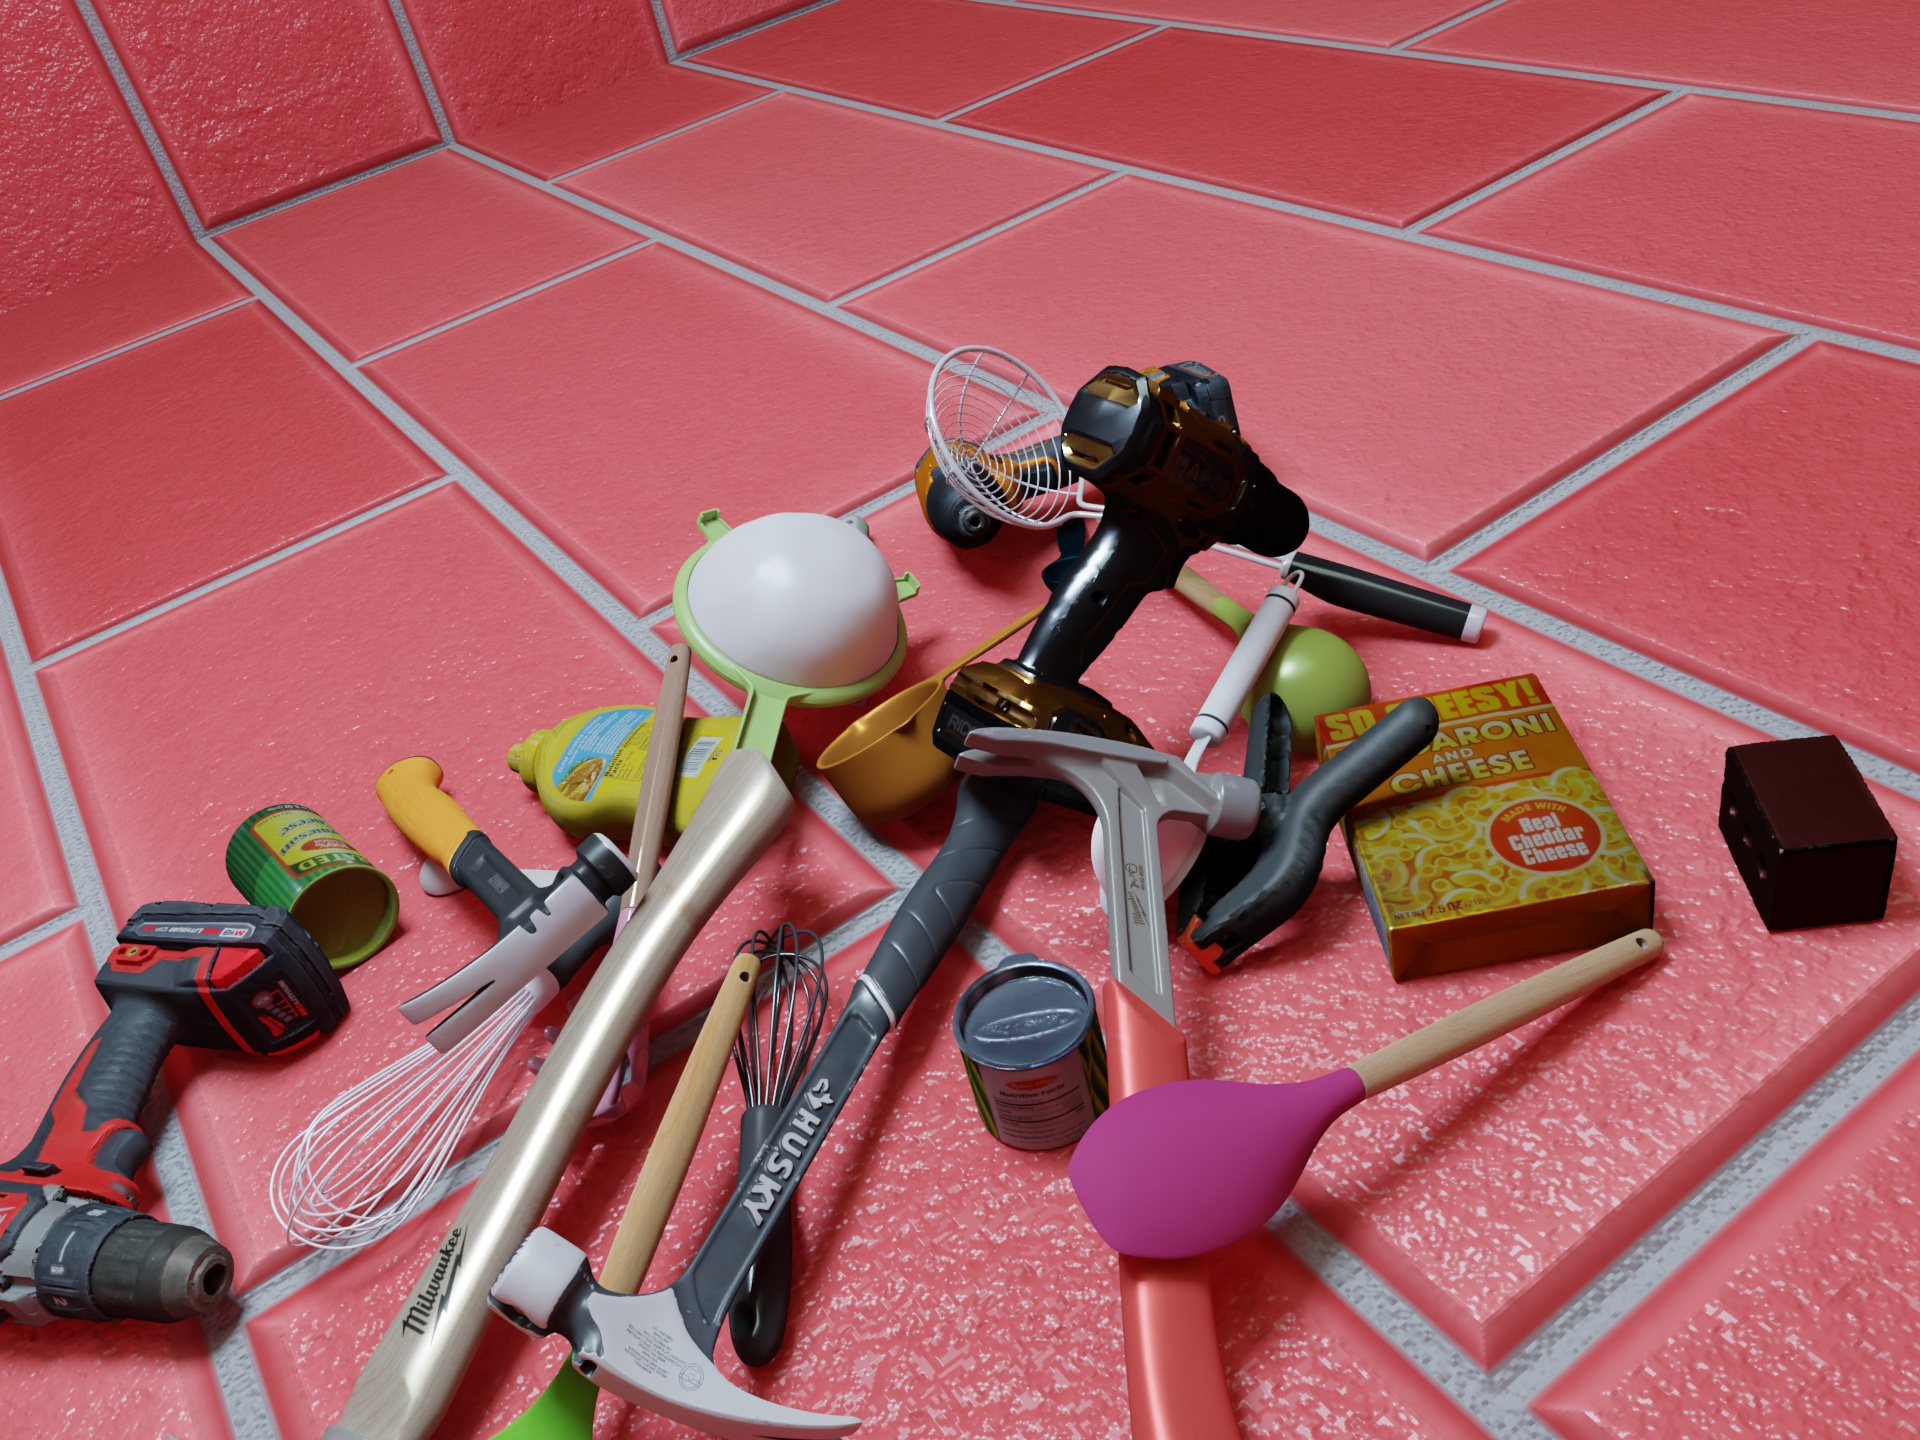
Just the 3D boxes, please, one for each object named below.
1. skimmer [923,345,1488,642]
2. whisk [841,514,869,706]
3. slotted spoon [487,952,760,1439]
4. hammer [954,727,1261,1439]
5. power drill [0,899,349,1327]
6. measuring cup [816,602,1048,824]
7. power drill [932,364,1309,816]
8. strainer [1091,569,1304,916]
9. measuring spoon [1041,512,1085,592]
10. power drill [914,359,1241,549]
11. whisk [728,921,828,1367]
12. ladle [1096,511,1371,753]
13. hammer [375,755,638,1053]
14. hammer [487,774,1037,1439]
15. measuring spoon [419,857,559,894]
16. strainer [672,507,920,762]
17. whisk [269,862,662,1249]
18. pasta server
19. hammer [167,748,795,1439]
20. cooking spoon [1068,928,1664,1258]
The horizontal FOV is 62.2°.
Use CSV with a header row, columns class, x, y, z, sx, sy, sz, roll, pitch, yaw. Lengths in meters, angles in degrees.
class,x,y,z,sx,sy,sz,roll,pitch,yaw
skimmer,0.148,-0.136,0.977,0.363,0.090,0.127,20,47,16
whisk,-0.079,-0.084,1.105,0.058,0.059,0.247,-29,28,16
slotted spoon,-0.142,0.227,0.673,0.070,0.031,0.314,30,47,-12
hammer,0.070,0.154,0.665,0.149,0.036,0.359,10,49,-11
power drill,-0.409,0.202,0.813,0.188,0.080,0.227,0,41,19
measuring cup,-0.001,-0.003,0.934,0.173,0.052,0.095,-37,12,-18
power drill,0.099,-0.061,0.885,0.084,0.185,0.226,31,99,45
strainer,0.127,0.011,0.854,0.258,0.050,0.087,-57,18,-26
measuring spoon,0.080,-0.115,1.120,0.042,0.021,0.129,-9,27,9
power drill,0.081,-0.181,1.125,0.226,0.084,0.164,-17,20,1
whisk,-0.089,0.188,0.746,0.055,0.055,0.239,-11,40,5
ladle,0.157,-0.070,1.017,0.078,0.062,0.320,-20,29,-11
hammer,-0.291,0.079,0.907,0.127,0.034,0.337,-43,29,-16
hammer,-0.043,0.150,0.753,0.149,0.036,0.409,33,40,2
measuring spoon,-0.275,0.091,0.960,0.124,0.018,0.034,2,39,21
strainer,-0.103,-0.048,0.944,0.151,0.069,0.257,18,42,-8
whisk,-0.244,0.162,0.830,0.070,0.070,0.285,8,36,28
pasta server,-0.177,0.078,0.869,0.060,0.040,0.317,-7,52,12
hammer,-0.193,0.175,0.747,0.146,0.038,0.411,6,50,27
cooking spoon,0.185,0.144,0.670,0.319,0.017,0.069,-17,58,-26
